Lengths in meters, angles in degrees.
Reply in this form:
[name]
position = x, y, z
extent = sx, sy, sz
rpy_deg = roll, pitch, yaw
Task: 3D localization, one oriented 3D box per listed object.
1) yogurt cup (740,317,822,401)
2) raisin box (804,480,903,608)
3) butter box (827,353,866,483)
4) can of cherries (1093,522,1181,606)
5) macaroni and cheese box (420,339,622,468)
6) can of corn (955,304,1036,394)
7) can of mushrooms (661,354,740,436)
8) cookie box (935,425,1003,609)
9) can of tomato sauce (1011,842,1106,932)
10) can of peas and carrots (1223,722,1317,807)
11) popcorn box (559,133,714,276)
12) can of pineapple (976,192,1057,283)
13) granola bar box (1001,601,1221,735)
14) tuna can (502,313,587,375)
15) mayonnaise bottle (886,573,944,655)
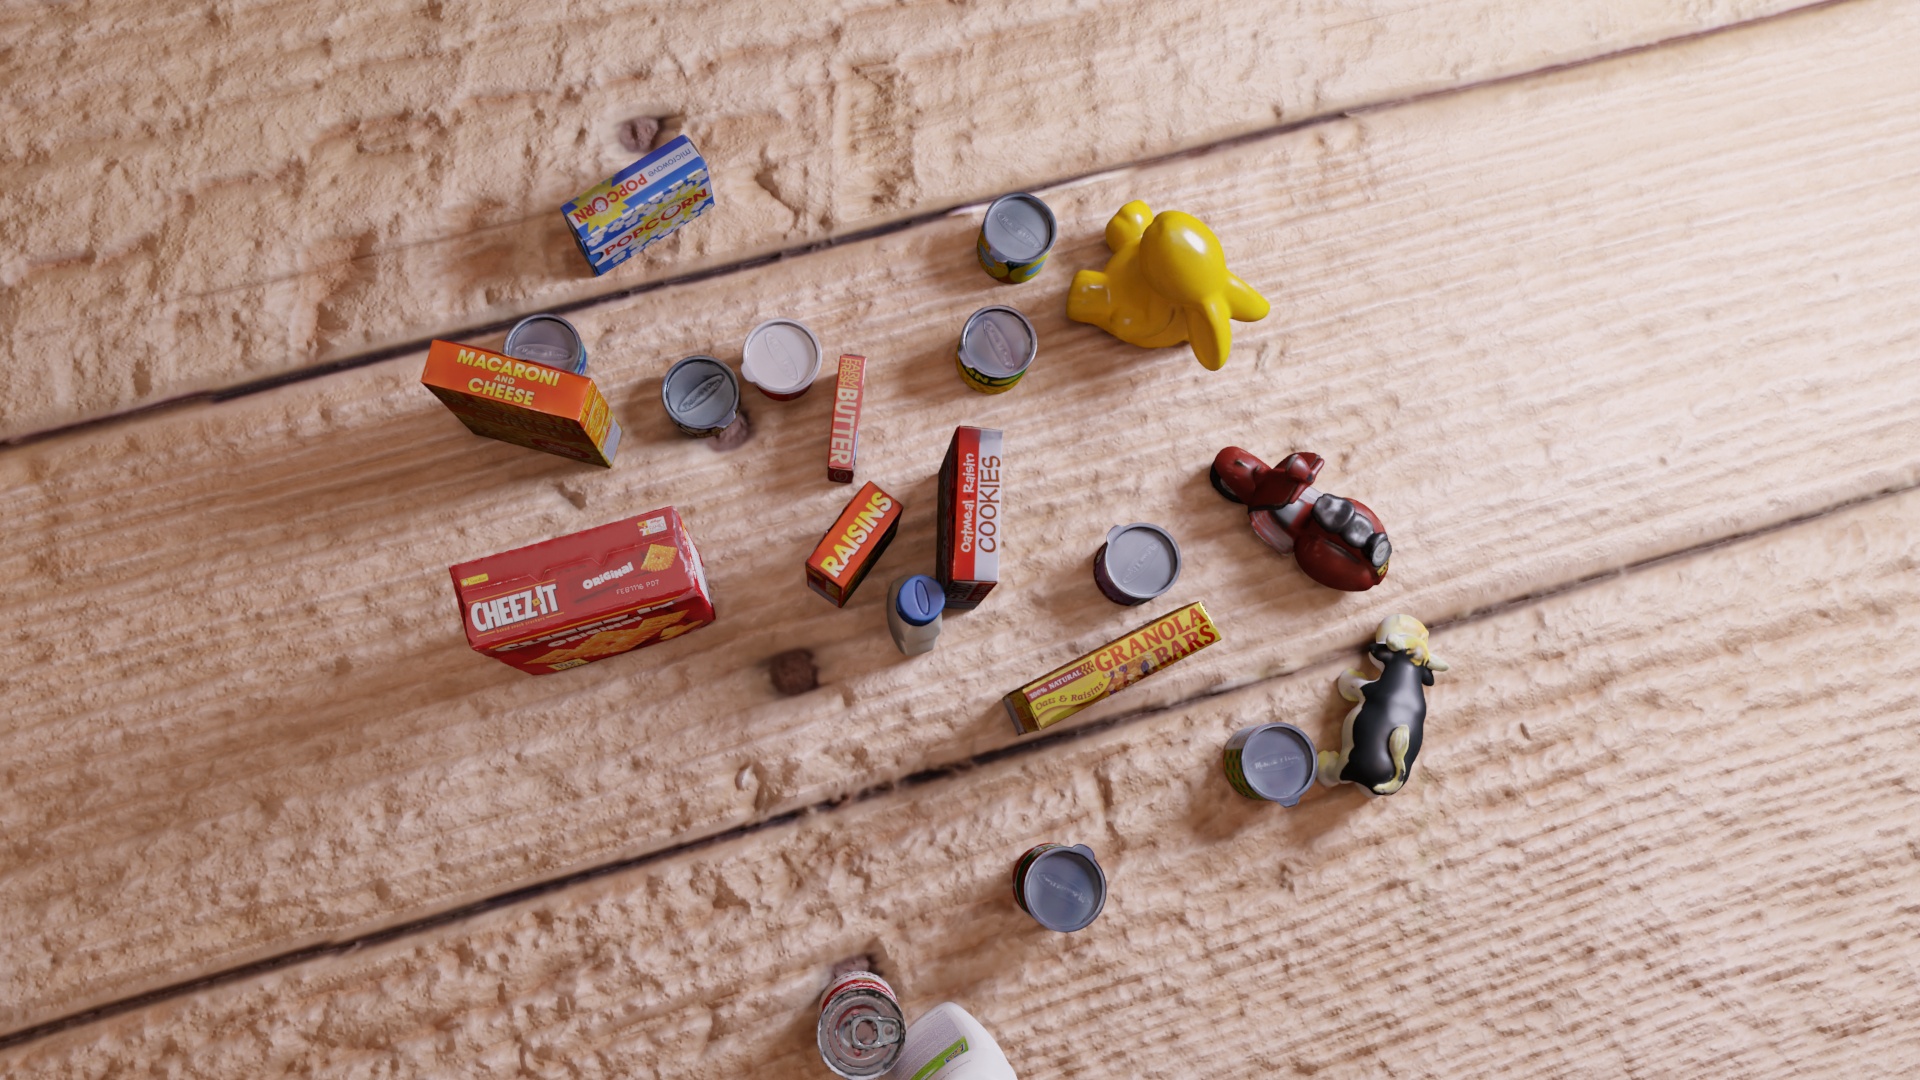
[yogurt cup]
position = -0.155, -0.154, 1.209
extent = 0.072, 0.054, 0.072
rpy_deg = 1, 80, -6
[raisin box]
position = -0.089, 0.005, 1.152
extent = 0.040, 0.123, 0.086
rpy_deg = 36, 79, 1
[butter box]
position = -0.099, -0.106, 1.207
extent = 0.024, 0.053, 0.103
rpy_deg = 6, 79, -5
[can of cherries]
position = 0.151, 0.019, 1.207
extent = 0.071, 0.058, 0.071
rpy_deg = 1, 80, -6
[macaroni and cheese box]
position = -0.349, -0.108, 1.123
extent = 0.124, 0.166, 0.040
rpy_deg = 14, 79, -3
[can of corn]
position = 0.028, -0.167, 1.229
extent = 0.071, 0.058, 0.071
rpy_deg = 1, 80, -6
[can of mushrooms]
position = -0.223, -0.123, 1.207
extent = 0.071, 0.033, 0.071
rpy_deg = 1, 80, -6
[cookie box]
position = 0.004, -0.014, 1.142
extent = 0.040, 0.167, 0.123
rpy_deg = 3, 80, -5
[can of tomato sauce]
position = 0.080, 0.281, 1.139
extent = 0.071, 0.083, 0.071
rpy_deg = 1, 80, -6
[can of peas and carrots]
position = 0.265, 0.192, 1.187
extent = 0.071, 0.058, 0.071
rpy_deg = 1, 80, -6
[popcorn box]
position = -0.278, -0.290, 1.206
extent = 0.127, 0.085, 0.038
rpy_deg = -35, 85, -11
[can of pineapple]
position = 0.048, -0.270, 1.250
extent = 0.071, 0.057, 0.071
rpy_deg = 1, 80, -6
[granola bar box]
position = 0.121, 0.107, 1.154
extent = 0.166, 0.124, 0.039
rpy_deg = -25, 84, -10
[tuna can]
position = -0.358, -0.157, 1.199
extent = 0.071, 0.032, 0.071
rpy_deg = 1, 80, -6
[mayonnaise bottle]
position = -0.036, 0.057, 1.135
extent = 0.041, 0.148, 0.065
rpy_deg = -12, 82, -8
